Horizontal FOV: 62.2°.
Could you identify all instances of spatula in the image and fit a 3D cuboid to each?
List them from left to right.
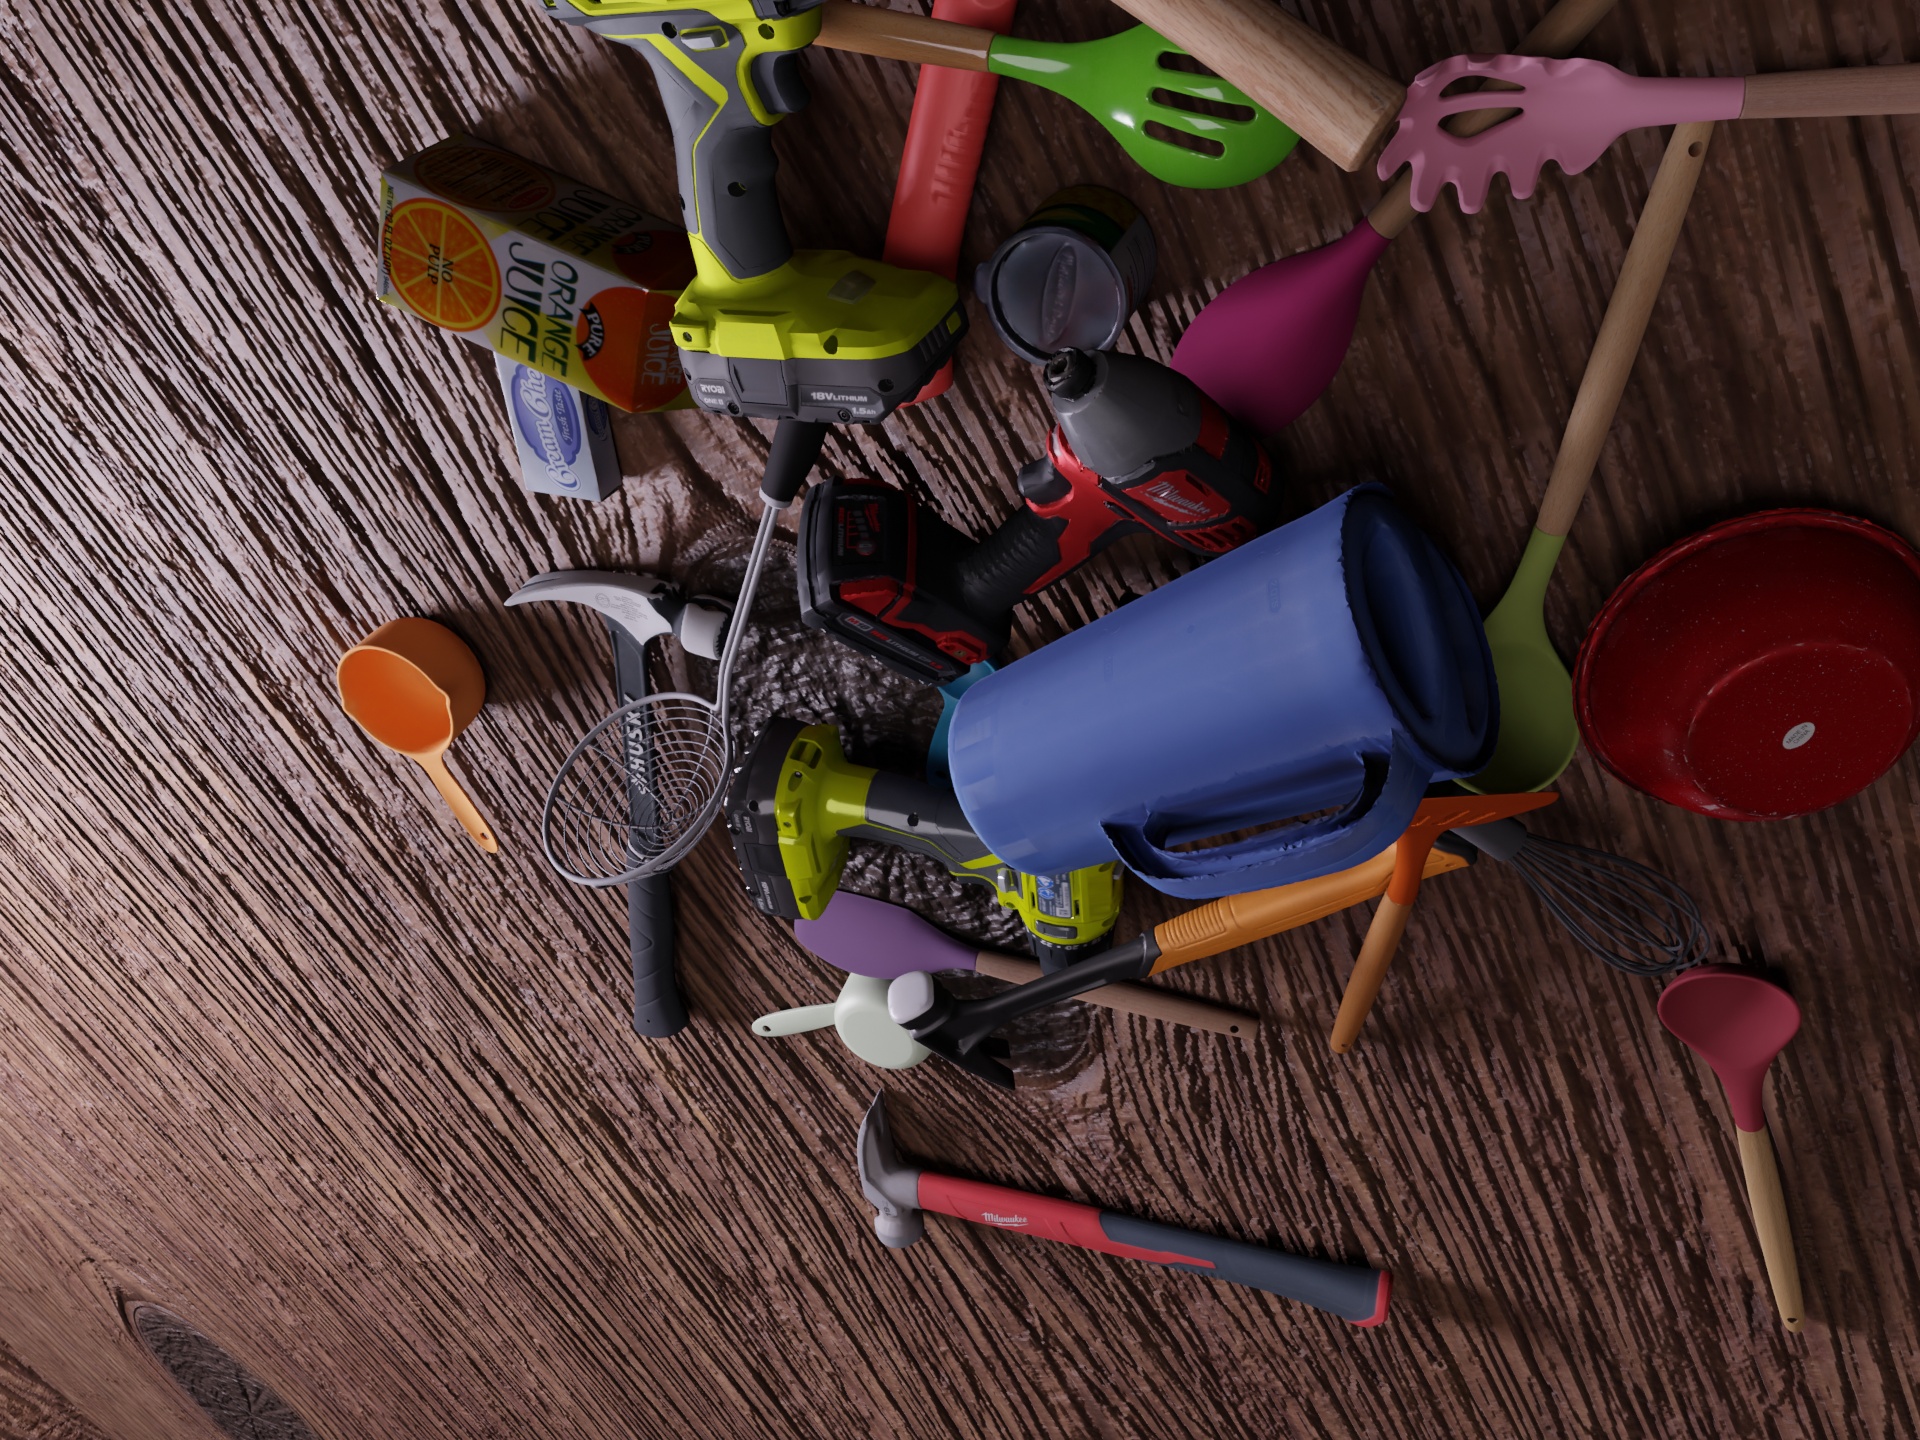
[{"bbox_3d":[0.036,0.164,1.033,0.316,0.018,0.059,11,112,17],"label":"spatula"},{"bbox_3d":[0.229,0.111,0.839,0.081,0.041,0.322,-3,144,0],"label":"spatula"}]

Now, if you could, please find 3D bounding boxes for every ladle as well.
[{"bbox_3d":[0.274,-0.102,0.701,0.078,0.062,0.320,1,126,-8],"label":"ladle"},{"bbox_3d":[0.453,0.246,0.902,0.069,0.031,0.315,-6,124,31],"label":"ladle"}]

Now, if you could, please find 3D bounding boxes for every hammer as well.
[{"bbox_3d":[-0.217,0.073,1.070,0.149,0.036,0.408,17,130,14],"label":"hammer"},{"bbox_3d":[-0.006,-0.299,0.692,0.149,0.037,0.358,23,131,7],"label":"hammer"},{"bbox_3d":[0.027,-0.318,0.601,0.331,0.031,0.130,37,135,6],"label":"hammer"},{"bbox_3d":[0.110,0.356,1.133,0.386,0.038,0.143,7,125,20],"label":"hammer"},{"bbox_3d":[0.130,0.128,0.905,0.337,0.034,0.127,-25,140,21],"label":"hammer"}]

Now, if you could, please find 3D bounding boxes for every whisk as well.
[{"bbox_3d":[0.281,0.061,0.808,0.239,0.055,0.055,32,132,-8],"label":"whisk"}]

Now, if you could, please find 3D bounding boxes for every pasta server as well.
[{"bbox_3d":[0.317,-0.227,0.584,0.316,0.040,0.060,3,136,16],"label":"pasta server"}]

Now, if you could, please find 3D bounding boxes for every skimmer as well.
[{"bbox_3d":[-0.141,-0.069,0.853,0.090,0.127,0.363,1,124,-33],"label":"skimmer"}]

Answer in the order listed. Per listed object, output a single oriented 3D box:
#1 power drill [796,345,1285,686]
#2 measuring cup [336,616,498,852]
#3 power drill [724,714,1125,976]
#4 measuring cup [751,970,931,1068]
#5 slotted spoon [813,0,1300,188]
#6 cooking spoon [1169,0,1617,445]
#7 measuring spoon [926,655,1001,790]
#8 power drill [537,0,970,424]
[{"bbox_3d":[0.029,-0.101,0.766,0.219,0.079,0.143,-22,146,36],"label":"power drill"},{"bbox_3d":[-0.344,0.008,1.069,0.095,0.052,0.173,-6,124,28],"label":"measuring cup"},{"bbox_3d":[-0.013,0.084,0.957,0.228,0.080,0.190,9,138,15],"label":"power drill"},{"bbox_3d":[-0.087,0.216,1.115,0.167,0.038,0.083,-16,117,30],"label":"measuring cup"},{"bbox_3d":[-0.011,-0.282,0.666,0.314,0.031,0.070,17,122,14],"label":"slotted spoon"},{"bbox_3d":[0.193,-0.226,0.667,0.068,0.017,0.318,37,132,-7],"label":"cooking spoon"},{"bbox_3d":[-0.001,-0.003,0.931,0.042,0.021,0.128,21,140,5],"label":"measuring spoon"},{"bbox_3d":[-0.077,-0.243,0.672,0.171,0.080,0.223,10,134,27],"label":"power drill"}]
